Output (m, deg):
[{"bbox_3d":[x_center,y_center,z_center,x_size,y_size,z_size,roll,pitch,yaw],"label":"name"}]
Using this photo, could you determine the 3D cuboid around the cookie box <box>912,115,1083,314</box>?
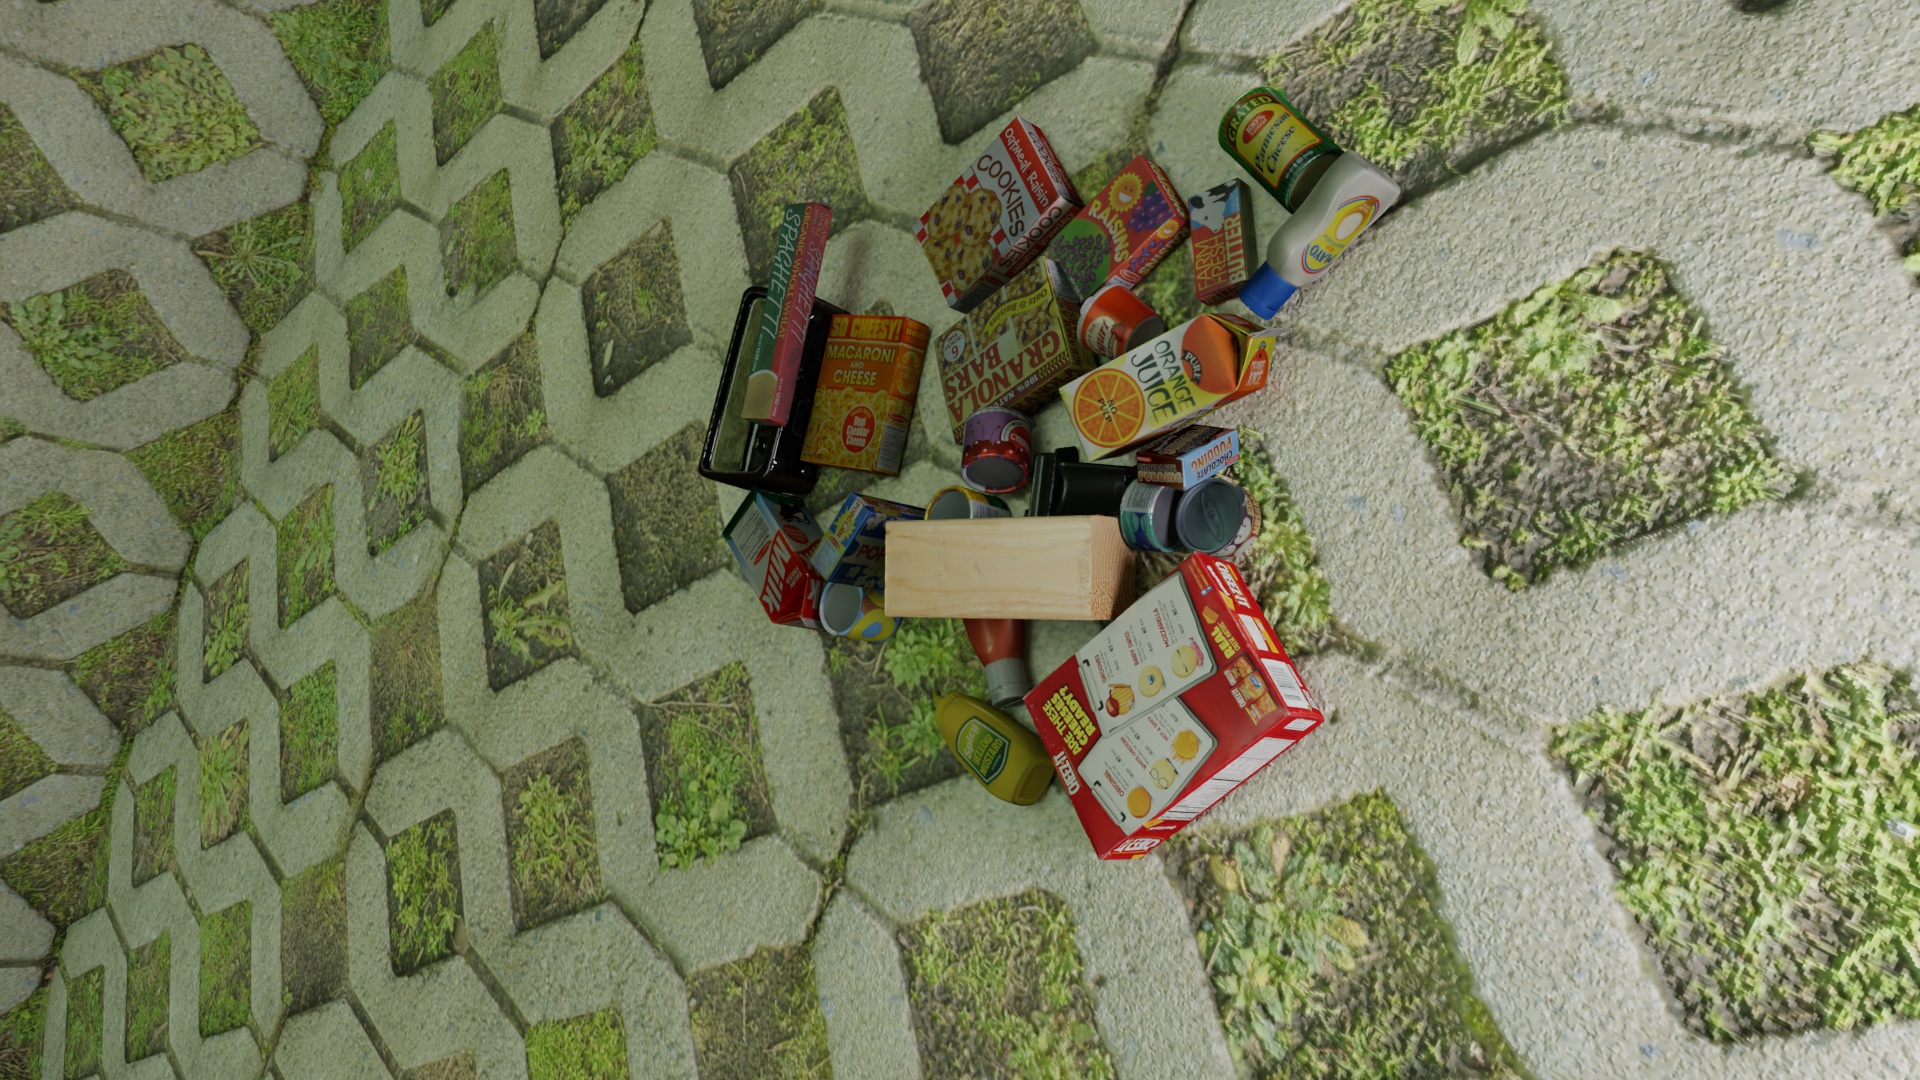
[{"bbox_3d":[0.036,-0.330,1.418,0.166,0.040,0.123,-41,55,29],"label":"cookie box"}]

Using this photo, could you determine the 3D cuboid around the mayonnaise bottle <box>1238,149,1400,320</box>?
[{"bbox_3d":[0.292,-0.249,1.148,0.147,0.065,0.041,-50,48,27],"label":"mayonnaise bottle"}]

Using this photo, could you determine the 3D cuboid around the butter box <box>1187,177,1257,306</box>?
[{"bbox_3d":[0.233,-0.264,1.230,0.053,0.024,0.104,-15,69,39],"label":"butter box"}]

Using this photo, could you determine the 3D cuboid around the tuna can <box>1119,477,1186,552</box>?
[{"bbox_3d":[0.171,-0.021,1.199,0.033,0.071,0.071,6,83,43],"label":"tuna can"}]

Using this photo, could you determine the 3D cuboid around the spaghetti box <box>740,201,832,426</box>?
[{"bbox_3d":[-0.190,-0.249,1.517,0.050,0.028,0.250,6,82,41],"label":"spaghetti box"}]

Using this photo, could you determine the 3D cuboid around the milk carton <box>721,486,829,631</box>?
[{"bbox_3d":[-0.179,0.033,1.501,0.073,0.072,0.191,-52,49,20],"label":"milk carton"}]

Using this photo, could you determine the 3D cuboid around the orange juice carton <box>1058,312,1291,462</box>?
[{"bbox_3d":[0.188,-0.139,1.190,0.192,0.072,0.073,-26,83,32],"label":"orange juice carton"}]

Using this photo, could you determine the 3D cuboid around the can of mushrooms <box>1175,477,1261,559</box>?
[{"bbox_3d":[0.220,-0.019,1.173,0.071,0.033,0.071,-13,70,41],"label":"can of mushrooms"}]

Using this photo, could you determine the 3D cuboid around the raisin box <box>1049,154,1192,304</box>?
[{"bbox_3d":[0.151,-0.286,1.301,0.123,0.040,0.086,-42,54,29],"label":"raisin box"}]

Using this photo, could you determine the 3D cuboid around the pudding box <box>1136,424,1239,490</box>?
[{"bbox_3d":[0.193,-0.071,1.176,0.049,0.084,0.030,14,120,43],"label":"pudding box"}]

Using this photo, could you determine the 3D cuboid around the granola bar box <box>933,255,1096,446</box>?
[{"bbox_3d":[0.049,-0.181,1.359,0.165,0.039,0.124,-33,59,39],"label":"granola bar box"}]

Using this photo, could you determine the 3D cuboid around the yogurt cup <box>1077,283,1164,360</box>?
[{"bbox_3d":[0.148,-0.192,1.264,0.054,0.072,0.072,39,107,33],"label":"yogurt cup"}]

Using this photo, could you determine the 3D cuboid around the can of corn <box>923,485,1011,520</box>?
[{"bbox_3d":[0.005,-0.017,1.353,0.071,0.058,0.071,-12,71,40],"label":"can of corn"}]

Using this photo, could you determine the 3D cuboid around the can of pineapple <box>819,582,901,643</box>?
[{"bbox_3d":[-0.102,0.069,1.430,0.071,0.058,0.071,-13,71,40],"label":"can of pineapple"}]

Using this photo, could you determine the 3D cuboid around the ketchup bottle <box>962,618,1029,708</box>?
[{"bbox_3d":[0.033,0.082,1.312,0.064,0.043,0.149,-29,61,35],"label":"ketchup bottle"}]

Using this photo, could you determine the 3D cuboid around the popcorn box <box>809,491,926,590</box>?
[{"bbox_3d":[-0.077,0.005,1.376,0.038,0.127,0.085,45,111,35],"label":"popcorn box"}]

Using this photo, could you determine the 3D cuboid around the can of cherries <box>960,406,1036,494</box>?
[{"bbox_3d":[0.036,-0.086,1.327,0.071,0.071,0.059,-24,46,37],"label":"can of cherries"}]

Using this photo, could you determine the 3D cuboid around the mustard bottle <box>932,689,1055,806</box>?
[{"bbox_3d":[0.019,0.183,1.295,0.160,0.049,0.065,35,102,42],"label":"mustard bottle"}]

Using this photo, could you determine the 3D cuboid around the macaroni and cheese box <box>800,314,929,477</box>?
[{"bbox_3d":[-0.104,-0.158,1.503,0.124,0.040,0.166,10,87,44],"label":"macaroni and cheese box"}]

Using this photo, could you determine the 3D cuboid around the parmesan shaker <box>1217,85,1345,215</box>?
[{"bbox_3d":[0.276,-0.332,1.179,0.071,0.071,0.103,-50,51,22],"label":"parmesan shaker"}]
